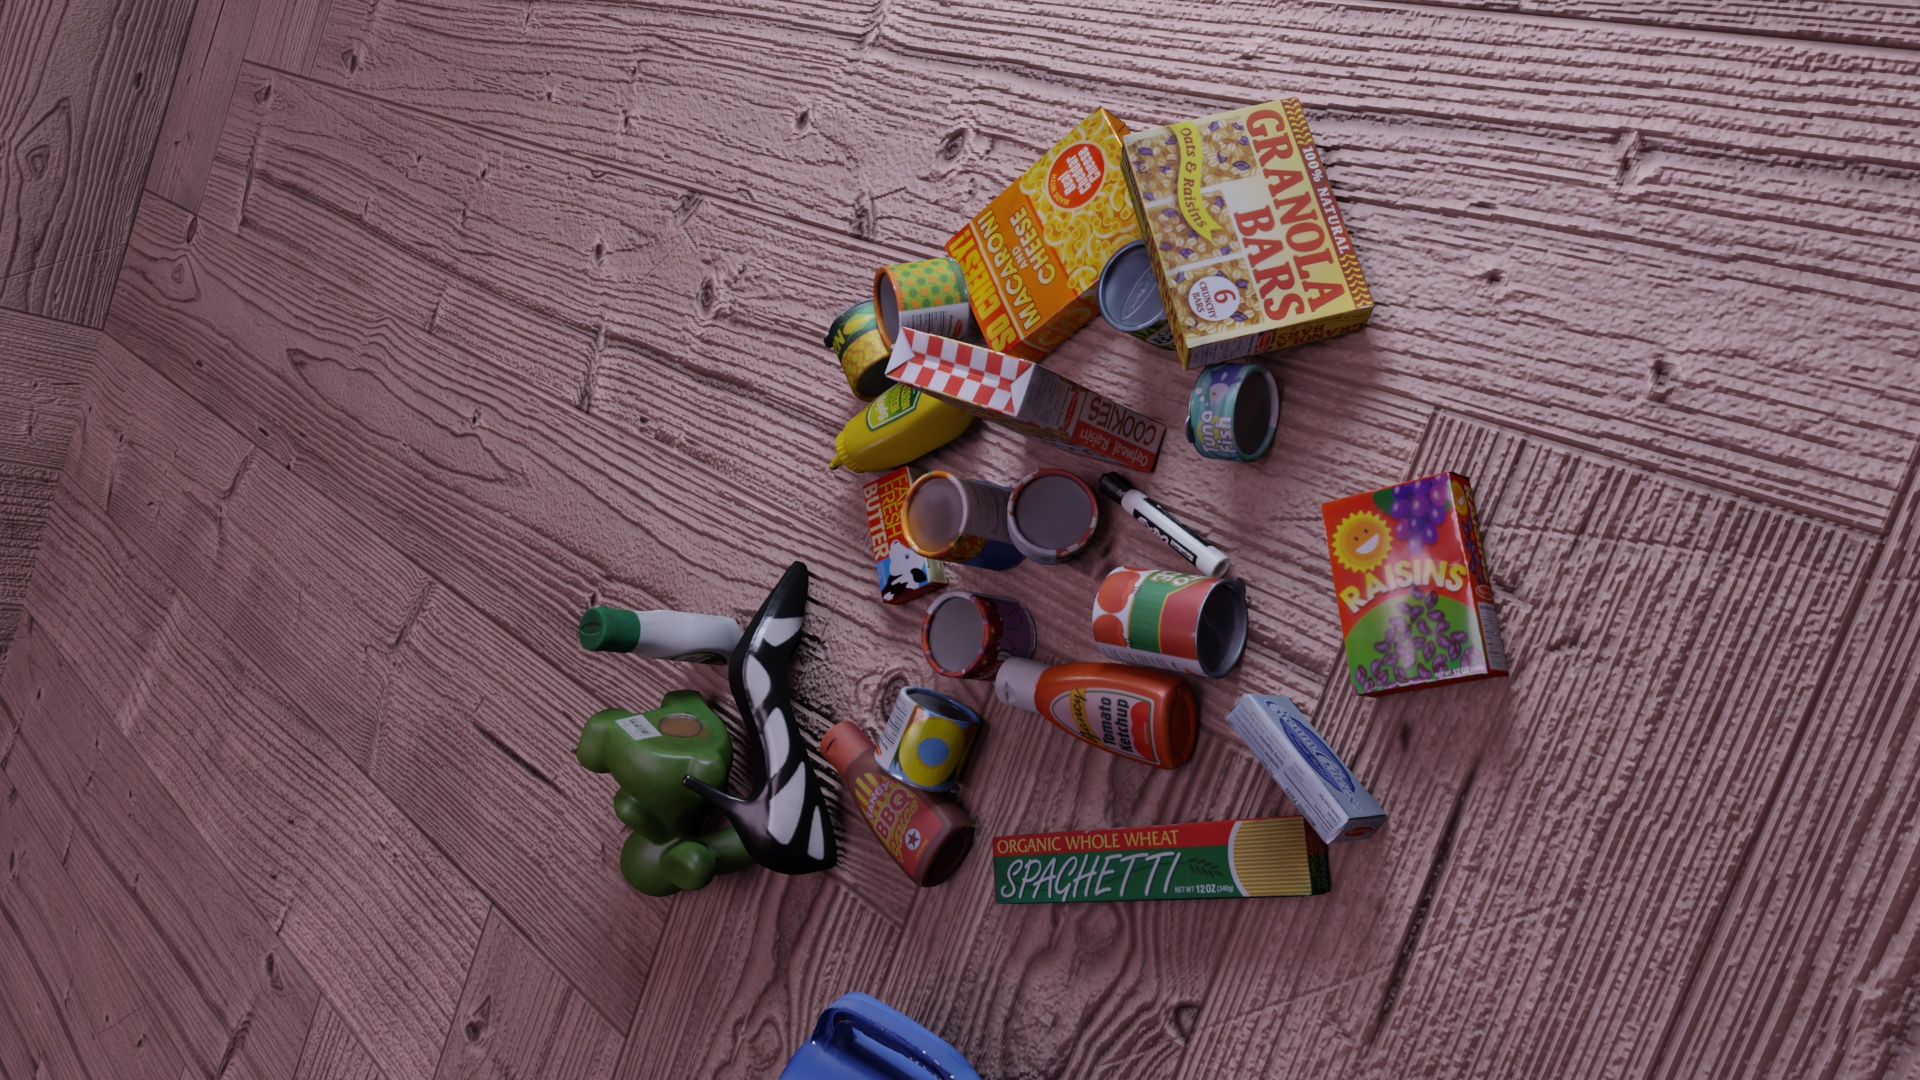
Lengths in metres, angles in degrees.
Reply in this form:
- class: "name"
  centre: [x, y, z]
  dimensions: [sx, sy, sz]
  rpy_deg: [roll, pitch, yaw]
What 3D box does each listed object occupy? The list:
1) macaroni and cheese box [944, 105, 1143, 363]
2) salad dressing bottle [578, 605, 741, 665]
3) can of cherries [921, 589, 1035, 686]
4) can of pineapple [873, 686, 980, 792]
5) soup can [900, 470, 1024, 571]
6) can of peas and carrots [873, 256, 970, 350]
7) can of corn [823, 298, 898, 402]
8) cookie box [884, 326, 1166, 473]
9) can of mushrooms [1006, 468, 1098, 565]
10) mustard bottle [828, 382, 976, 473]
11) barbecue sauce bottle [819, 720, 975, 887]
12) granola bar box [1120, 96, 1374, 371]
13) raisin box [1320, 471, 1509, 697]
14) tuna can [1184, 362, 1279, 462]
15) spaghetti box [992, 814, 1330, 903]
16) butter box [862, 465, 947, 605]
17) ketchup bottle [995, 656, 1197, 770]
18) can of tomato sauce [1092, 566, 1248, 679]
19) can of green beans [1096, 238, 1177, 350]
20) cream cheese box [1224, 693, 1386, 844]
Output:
- class: "macaroni and cheese box"
  centre: [0.077, -0.225, 1.053]
  dimensions: [0.166, 0.040, 0.124]
  rpy_deg: [-37, 60, 28]
- class: "salad dressing bottle"
  centre: [-0.258, 0.082, 1.199]
  dimensions: [0.064, 0.148, 0.044]
  rpy_deg: [-7, 78, 39]
- class: "can of cherries"
  centre: [0.014, 0.074, 1.037]
  dimensions: [0.071, 0.058, 0.071]
  rpy_deg: [-9, 76, 38]
- class: "can of pineapple"
  centre: [-0.023, 0.150, 1.050]
  dimensions: [0.071, 0.071, 0.057]
  rpy_deg: [29, 100, 39]
- class: "soup can"
  centre: [0.004, -0.013, 1.045]
  dimensions: [0.071, 0.084, 0.071]
  rpy_deg: [-8, 78, 39]
- class: "can of peas and carrots"
  centre: [-0.032, -0.187, 1.090]
  dimensions: [0.071, 0.059, 0.071]
  rpy_deg: [169, 89, -70]
- class: "can of corn"
  centre: [-0.070, -0.154, 1.141]
  dimensions: [0.071, 0.071, 0.058]
  rpy_deg: [-39, 61, 28]
- class: "cookie box"
  centre: [0.048, -0.095, 0.970]
  dimensions: [0.123, 0.167, 0.040]
  rpy_deg: [21, 93, 40]
- class: "can of mushrooms"
  centre: [0.068, -0.019, 1.007]
  dimensions: [0.071, 0.033, 0.071]
  rpy_deg: [-1, 78, 3]
- class: "mustard bottle"
  centre: [-0.054, -0.090, 1.123]
  dimensions: [0.159, 0.048, 0.065]
  rpy_deg: [-28, 40, 33]
- class: "barbecue sauce bottle"
  centre: [-0.054, 0.198, 1.079]
  dimensions: [0.149, 0.044, 0.064]
  rpy_deg: [40, 108, 37]
- class: "granola bar box"
  centre: [0.187, -0.204, 0.922]
  dimensions: [0.124, 0.039, 0.166]
  rpy_deg: [-13, 70, 0]
- class: "raisin box"
  centre: [0.275, 0.028, 0.846]
  dimensions: [0.086, 0.040, 0.123]
  rpy_deg: [-17, 73, 37]
- class: "tuna can"
  centre: [0.181, -0.084, 0.922]
  dimensions: [0.033, 0.071, 0.071]
  rpy_deg: [10, 89, 40]
- class: "spaghetti box"
  centre: [0.126, 0.218, 0.938]
  dimensions: [0.249, 0.029, 0.050]
  rpy_deg: [-13, 73, 37]
- class: "butter box"
  centre: [-0.046, -0.004, 1.122]
  dimensions: [0.053, 0.024, 0.104]
  rpy_deg: [-24, 68, 33]
- class: "ketchup bottle"
  centre: [0.092, 0.113, 0.972]
  dimensions: [0.149, 0.044, 0.064]
  rpy_deg: [11, 117, 41]
- class: "can of tomato sauce"
  centre: [0.141, 0.052, 0.933]
  dimensions: [0.083, 0.071, 0.071]
  rpy_deg: [7, 87, 40]
- class: "can of green beans"
  centre: [0.139, -0.172, 0.981]
  dimensions: [0.071, 0.058, 0.071]
  rpy_deg: [-8, 77, 38]
- class: "cream cheese box"
  centre: [0.214, 0.140, 0.865]
  dimensions: [0.024, 0.053, 0.104]
  rpy_deg: [-52, 54, 23]
